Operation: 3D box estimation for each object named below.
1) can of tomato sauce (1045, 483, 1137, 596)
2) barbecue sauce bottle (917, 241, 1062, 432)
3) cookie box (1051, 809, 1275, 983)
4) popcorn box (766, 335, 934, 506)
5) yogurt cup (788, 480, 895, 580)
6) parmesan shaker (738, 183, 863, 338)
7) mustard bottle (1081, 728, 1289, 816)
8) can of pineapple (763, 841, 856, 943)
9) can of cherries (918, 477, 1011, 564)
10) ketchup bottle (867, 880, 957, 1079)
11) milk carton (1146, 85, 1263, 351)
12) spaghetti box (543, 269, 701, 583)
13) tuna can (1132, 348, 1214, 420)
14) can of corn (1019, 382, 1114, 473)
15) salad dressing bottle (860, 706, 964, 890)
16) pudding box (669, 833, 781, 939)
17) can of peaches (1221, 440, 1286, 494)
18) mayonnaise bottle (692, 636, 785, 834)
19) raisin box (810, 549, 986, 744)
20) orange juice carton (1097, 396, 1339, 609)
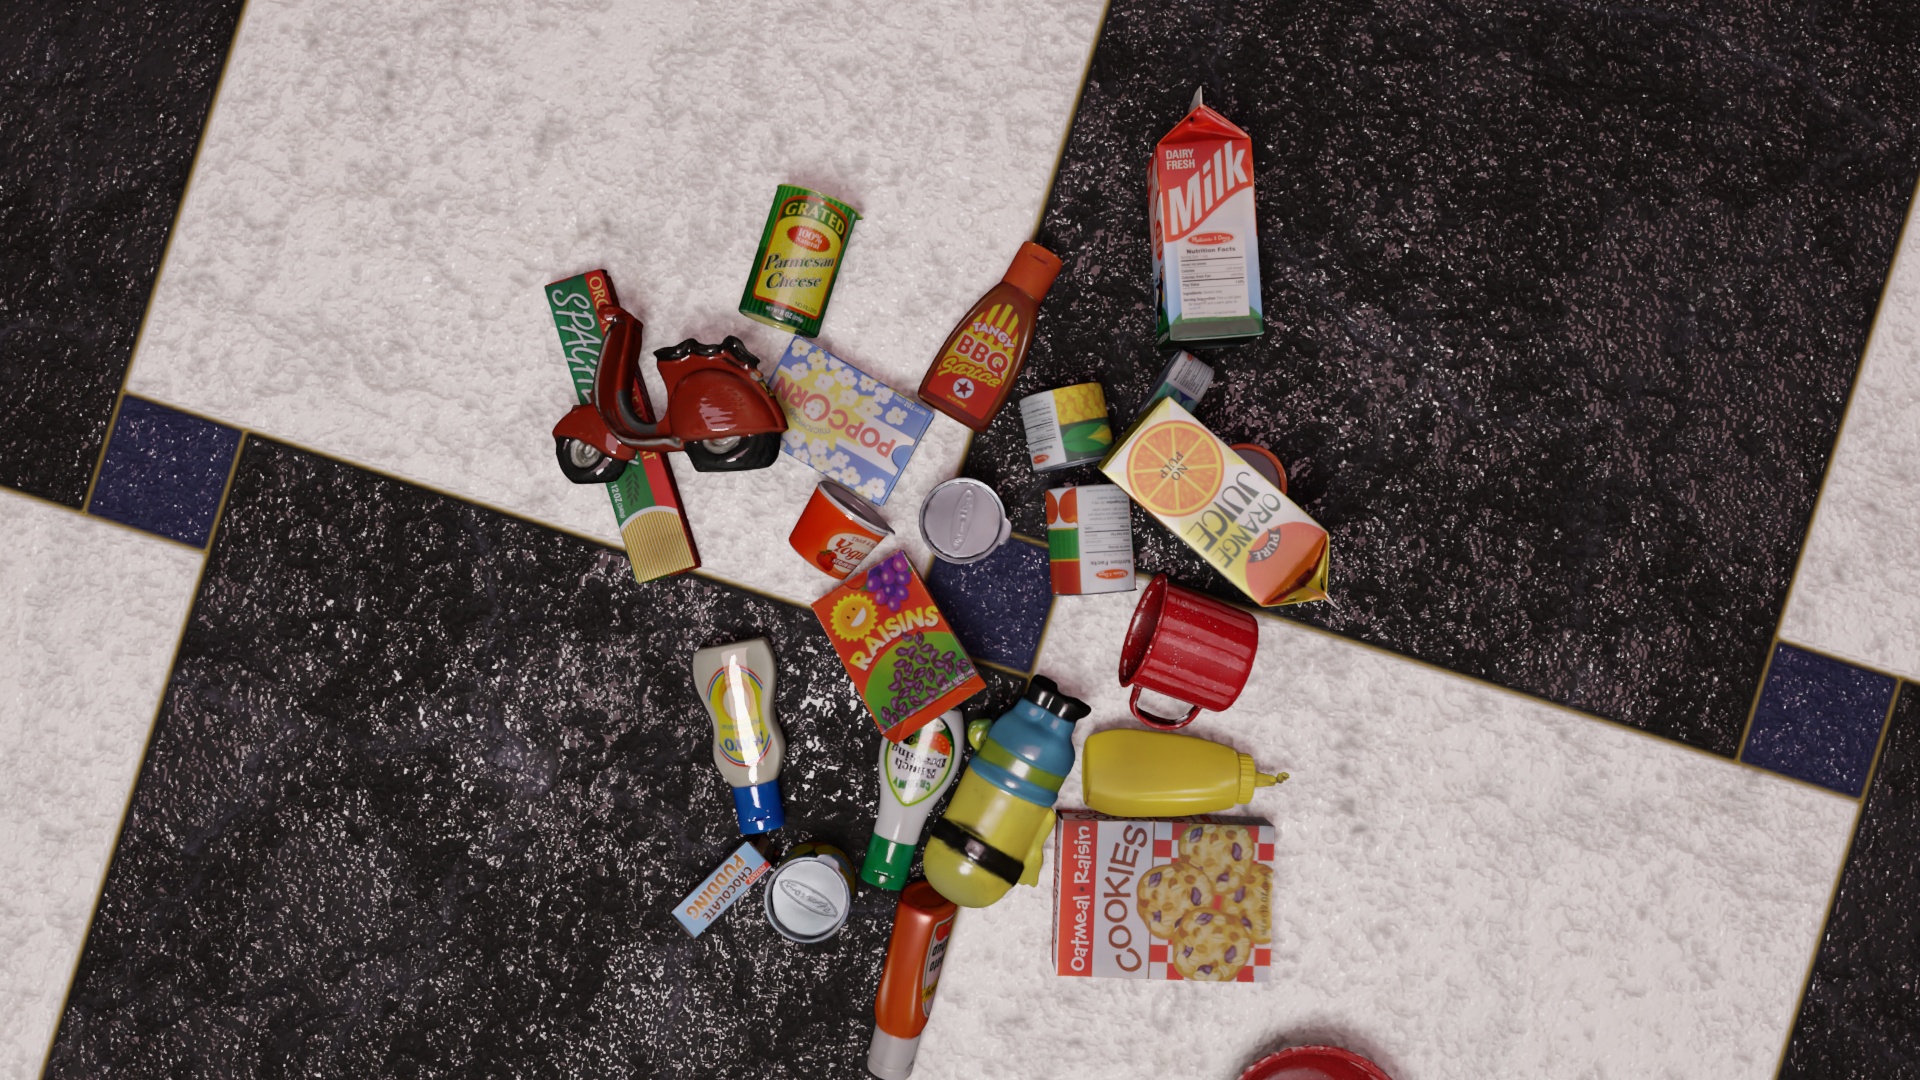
[{"bbox_3d":[0.100,0.000,1.076,0.071,0.071,0.083,-4,90,0],"label":"can of tomato sauce"},{"bbox_3d":[0.028,-0.162,1.087,0.065,0.043,0.148,30,90,1],"label":"barbecue sauce bottle"},{"bbox_3d":[0.157,0.277,1.087,0.167,0.040,0.123,2,90,-1],"label":"cookie box"},{"bbox_3d":[-0.095,-0.093,1.090,0.127,0.038,0.085,30,89,1],"label":"popcorn box"},{"bbox_3d":[-0.097,-0.006,1.078,0.072,0.072,0.054,37,98,0],"label":"yogurt cup"},{"bbox_3d":[-0.123,-0.215,1.078,0.071,0.071,0.103,18,90,0],"label":"parmesan shaker"},{"bbox_3d":[0.175,0.183,1.077,0.160,0.048,0.065,4,58,-2],"label":"mustard bottle"},{"bbox_3d":[-0.114,0.271,1.079,0.071,0.058,0.071,0,90,0],"label":"can of pineapple"},{"bbox_3d":[0.004,-0.014,1.079,0.071,0.058,0.071,0,89,0],"label":"can of cherries"},{"bbox_3d":[-0.040,0.343,1.078,0.043,0.065,0.148,16,99,16],"label":"ketchup bottle"},{"bbox_3d":[0.186,-0.247,1.073,0.073,0.072,0.190,-4,91,0],"label":"milk carton"},{"bbox_3d":[-0.267,-0.090,1.096,0.050,0.028,0.250,-18,90,-1],"label":"spaghetti box"},{"bbox_3d":[0.165,-0.111,1.077,0.033,0.071,0.071,33,90,-1],"label":"tuna can"},{"bbox_3d":[0.085,-0.088,1.077,0.071,0.071,0.058,-12,90,0],"label":"can of corn"},{"bbox_3d":[-0.040,0.197,1.086,0.064,0.044,0.147,16,90,2],"label":"salad dressing bottle"},{"bbox_3d":[-0.182,0.267,1.083,0.084,0.049,0.030,-43,88,0],"label":"pudding box"},{"bbox_3d":[0.214,-0.044,1.078,0.071,0.058,0.071,0,91,0],"label":"can of peaches"},{"bbox_3d":[-0.167,0.153,1.088,0.065,0.041,0.148,-10,89,-1],"label":"mayonnaise bottle"},{"bbox_3d":[-0.049,0.080,1.066,0.086,0.040,0.124,-32,64,1],"label":"raisin box"},{"bbox_3d":[0.196,-0.017,1.012,0.193,0.072,0.073,40,95,-1],"label":"orange juice carton"}]
